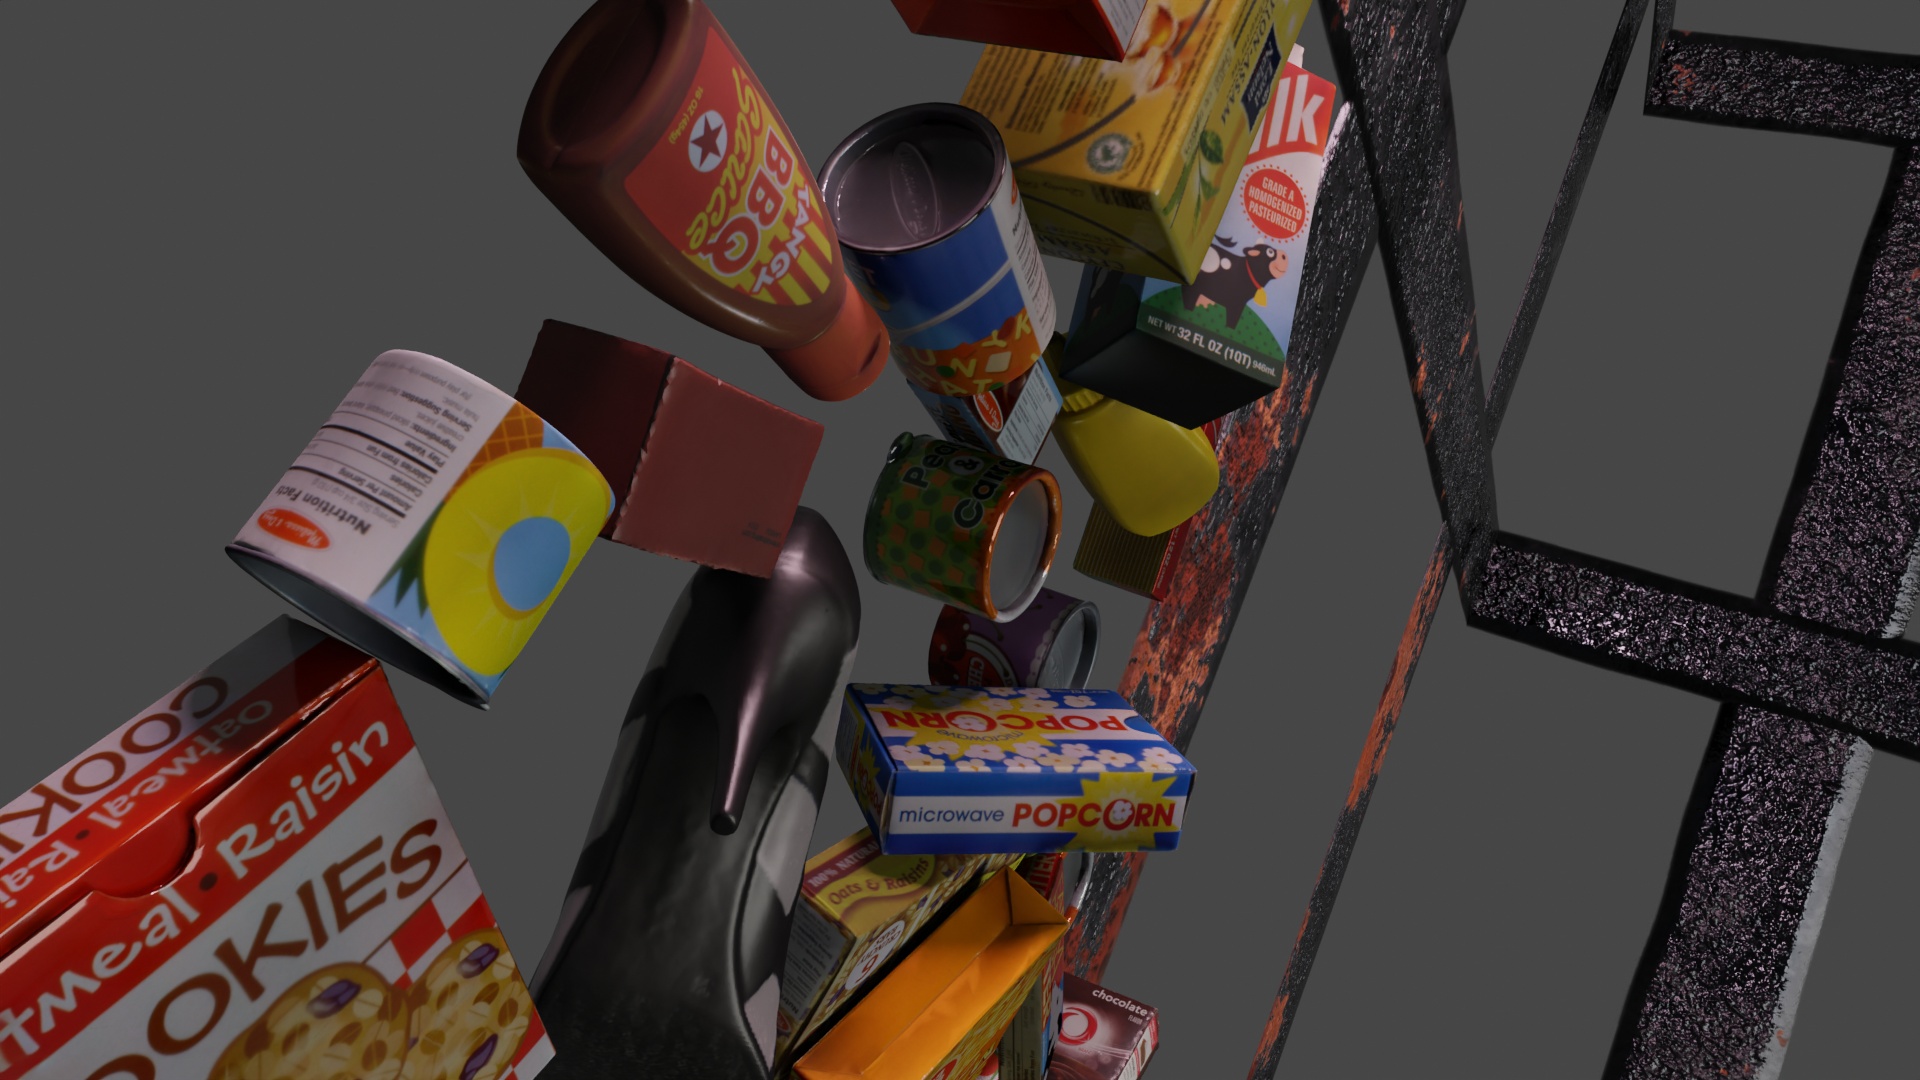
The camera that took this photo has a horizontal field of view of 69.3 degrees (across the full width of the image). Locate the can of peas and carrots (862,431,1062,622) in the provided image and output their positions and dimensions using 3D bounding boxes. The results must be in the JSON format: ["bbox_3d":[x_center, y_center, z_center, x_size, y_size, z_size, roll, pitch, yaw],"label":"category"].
[{"bbox_3d":[0.002,-0.007,0.572,0.071,0.059,0.070,-41,140,-46],"label":"can of peas and carrots"}]

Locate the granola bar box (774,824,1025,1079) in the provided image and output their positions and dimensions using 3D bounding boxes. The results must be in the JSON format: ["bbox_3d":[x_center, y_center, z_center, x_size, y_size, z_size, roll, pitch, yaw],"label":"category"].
[{"bbox_3d":[-0.036,0.166,0.585,0.166,0.039,0.123,-17,141,-59],"label":"granola bar box"}]

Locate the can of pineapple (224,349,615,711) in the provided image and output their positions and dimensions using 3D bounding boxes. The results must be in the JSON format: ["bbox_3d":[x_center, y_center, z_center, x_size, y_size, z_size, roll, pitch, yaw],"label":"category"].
[{"bbox_3d":[-0.124,-0.002,0.328,0.058,0.071,0.070,-61,151,-21],"label":"can of pineapple"}]

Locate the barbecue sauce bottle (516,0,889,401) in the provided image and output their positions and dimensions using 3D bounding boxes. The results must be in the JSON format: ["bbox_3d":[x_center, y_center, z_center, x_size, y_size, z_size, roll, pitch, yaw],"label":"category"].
[{"bbox_3d":[-0.065,-0.090,0.410,0.065,0.044,0.148,-65,153,-13],"label":"barbecue sauce bottle"}]

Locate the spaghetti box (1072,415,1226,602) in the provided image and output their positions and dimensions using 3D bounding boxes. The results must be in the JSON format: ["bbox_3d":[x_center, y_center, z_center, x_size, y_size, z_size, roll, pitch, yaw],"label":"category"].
[{"bbox_3d":[0.125,-0.092,0.764,0.028,0.050,0.250,22,86,-65],"label":"spaghetti box"}]

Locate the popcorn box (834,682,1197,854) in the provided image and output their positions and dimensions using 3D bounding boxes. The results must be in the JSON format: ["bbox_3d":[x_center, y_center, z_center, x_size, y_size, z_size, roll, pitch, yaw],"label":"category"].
[{"bbox_3d":[0.019,0.092,0.569,0.127,0.085,0.038,4,104,-18],"label":"popcorn box"}]

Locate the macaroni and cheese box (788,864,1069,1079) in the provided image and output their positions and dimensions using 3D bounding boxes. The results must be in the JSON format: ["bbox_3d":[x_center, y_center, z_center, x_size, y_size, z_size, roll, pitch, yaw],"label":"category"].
[{"bbox_3d":[-0.025,0.225,0.594,0.124,0.040,0.165,-35,156,-36],"label":"macaroni and cheese box"}]

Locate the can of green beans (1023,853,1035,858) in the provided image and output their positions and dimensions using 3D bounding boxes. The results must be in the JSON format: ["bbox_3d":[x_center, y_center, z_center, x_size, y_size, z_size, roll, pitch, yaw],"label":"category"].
[{"bbox_3d":[0.027,0.113,0.685,0.058,0.071,0.071,-46,144,-40],"label":"can of green beans"}]

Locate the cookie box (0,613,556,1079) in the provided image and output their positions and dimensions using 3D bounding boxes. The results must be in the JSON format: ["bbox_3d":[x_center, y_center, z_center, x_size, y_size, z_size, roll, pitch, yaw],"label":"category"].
[{"bbox_3d":[-0.173,0.119,0.337,0.123,0.040,0.166,-47,144,-40],"label":"cookie box"}]

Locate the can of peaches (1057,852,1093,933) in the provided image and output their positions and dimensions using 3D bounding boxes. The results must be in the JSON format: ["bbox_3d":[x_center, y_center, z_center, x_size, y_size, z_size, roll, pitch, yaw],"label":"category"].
[{"bbox_3d":[0.031,0.178,0.740,0.071,0.058,0.071,-41,141,-46],"label":"can of peaches"}]

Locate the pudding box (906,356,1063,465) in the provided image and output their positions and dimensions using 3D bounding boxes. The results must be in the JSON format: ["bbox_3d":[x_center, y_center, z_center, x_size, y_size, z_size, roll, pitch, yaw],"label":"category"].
[{"bbox_3d":[0.013,-0.064,0.590,0.050,0.030,0.083,-63,152,-15],"label":"pudding box"}]

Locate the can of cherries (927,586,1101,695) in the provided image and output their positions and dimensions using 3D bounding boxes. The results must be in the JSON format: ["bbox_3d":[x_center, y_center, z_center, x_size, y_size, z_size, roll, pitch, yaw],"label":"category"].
[{"bbox_3d":[0.024,0.053,0.652,0.072,0.058,0.071,-42,142,-45],"label":"can of cherries"}]

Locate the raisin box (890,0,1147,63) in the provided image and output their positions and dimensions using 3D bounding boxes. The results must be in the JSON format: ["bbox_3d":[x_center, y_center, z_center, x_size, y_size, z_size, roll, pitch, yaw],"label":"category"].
[{"bbox_3d":[0.035,-0.229,0.468,0.040,0.086,0.123,37,73,-60],"label":"raisin box"}]

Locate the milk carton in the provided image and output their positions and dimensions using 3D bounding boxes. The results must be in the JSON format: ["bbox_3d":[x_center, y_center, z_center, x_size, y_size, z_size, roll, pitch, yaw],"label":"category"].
[{"bbox_3d":[0.108,-0.154,0.614,0.073,0.072,0.191,-27,-135,65],"label":"milk carton"}]

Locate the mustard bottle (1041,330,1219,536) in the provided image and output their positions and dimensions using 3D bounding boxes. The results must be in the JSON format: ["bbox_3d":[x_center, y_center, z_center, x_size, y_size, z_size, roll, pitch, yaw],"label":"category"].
[{"bbox_3d":[0.074,-0.060,0.674,0.065,0.049,0.160,-36,140,8],"label":"mustard bottle"}]

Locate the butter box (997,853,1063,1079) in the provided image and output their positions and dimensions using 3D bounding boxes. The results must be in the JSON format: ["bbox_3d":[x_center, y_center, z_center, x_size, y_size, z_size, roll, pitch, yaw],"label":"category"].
[{"bbox_3d":[0.035,0.210,0.680,0.053,0.024,0.103,-50,141,-67],"label":"butter box"}]

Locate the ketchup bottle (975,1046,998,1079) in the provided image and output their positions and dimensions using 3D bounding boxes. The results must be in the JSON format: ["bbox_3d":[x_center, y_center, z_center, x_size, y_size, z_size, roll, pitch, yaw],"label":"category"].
[{"bbox_3d":[-0.039,0.290,0.677,0.149,0.065,0.043,-39,168,-38],"label":"ketchup bottle"}]

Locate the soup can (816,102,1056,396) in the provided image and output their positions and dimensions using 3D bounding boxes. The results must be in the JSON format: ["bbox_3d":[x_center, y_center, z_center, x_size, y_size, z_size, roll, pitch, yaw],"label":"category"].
[{"bbox_3d":[-0.009,-0.100,0.491,0.071,0.071,0.083,-61,152,-20],"label":"soup can"}]
